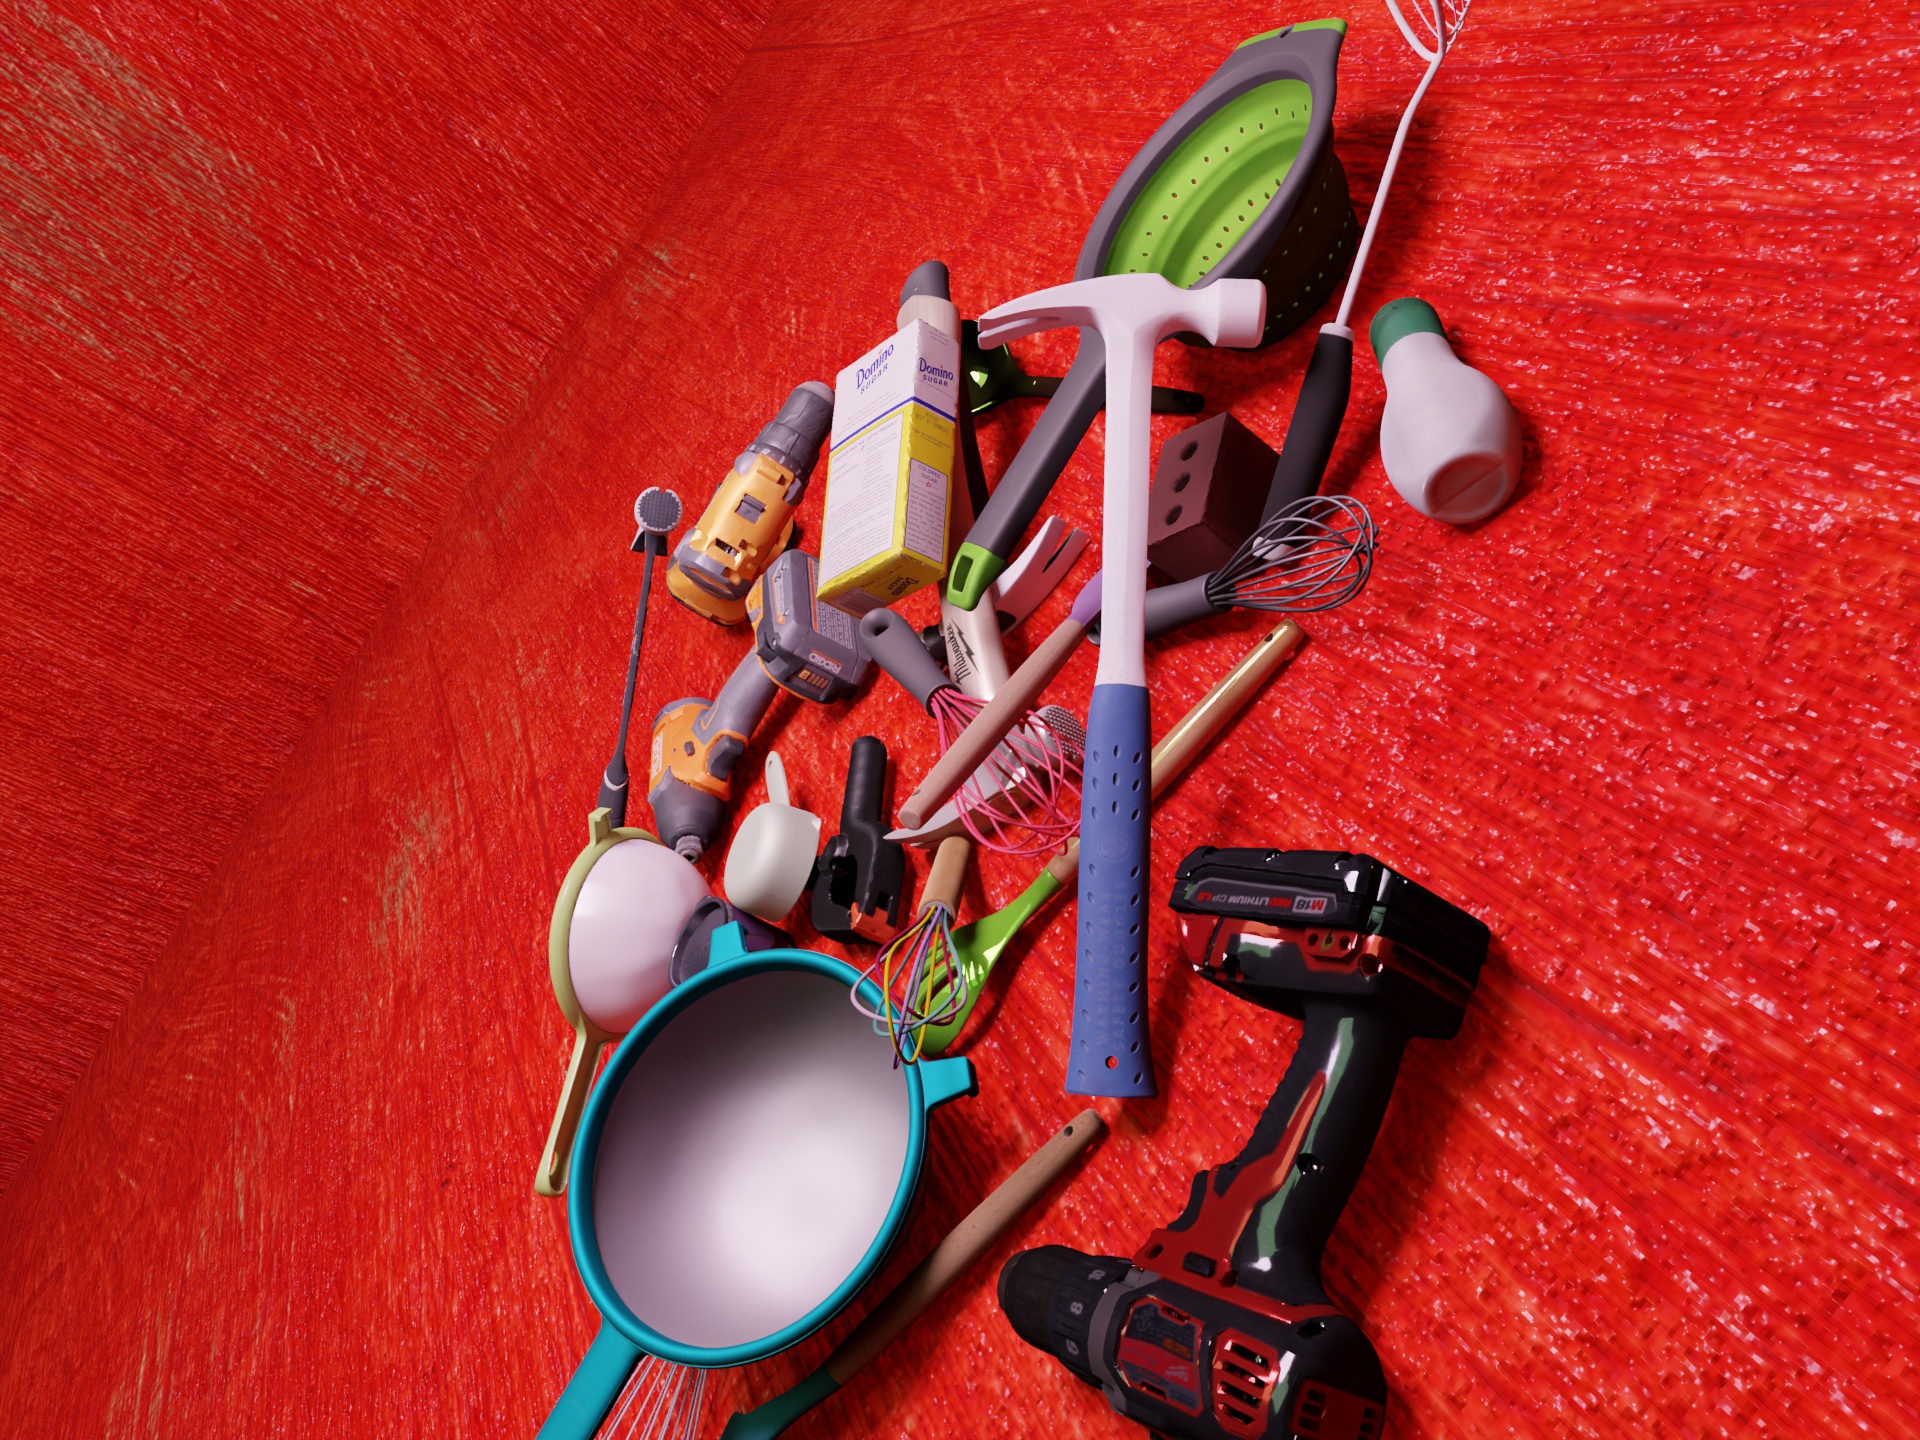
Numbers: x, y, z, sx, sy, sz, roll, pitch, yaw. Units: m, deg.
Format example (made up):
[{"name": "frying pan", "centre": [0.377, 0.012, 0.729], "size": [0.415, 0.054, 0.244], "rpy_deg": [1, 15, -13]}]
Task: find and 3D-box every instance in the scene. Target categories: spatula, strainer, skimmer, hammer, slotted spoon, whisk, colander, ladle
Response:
[{"name": "spatula", "centre": [-0.036, 0.304, 0.777], "size": [0.317, 0.044, 0.082], "rpy_deg": [-47, 30, 10]}, {"name": "strainer", "centre": [-0.127, 0.287, 0.821], "size": [0.211, 0.095, 0.340], "rpy_deg": [23, 75, 37]}, {"name": "skimmer", "centre": [0.183, -0.266, 0.814], "size": [0.127, 0.090, 0.363], "rpy_deg": [-37, -37, -77]}, {"name": "hammer", "centre": [-0.011, -0.115, 1.036], "size": [0.146, 0.038, 0.411], "rpy_deg": [-35, 49, 35]}, {"name": "slotted spoon", "centre": [0.068, 0.063, 0.844], "size": [0.313, 0.031, 0.070], "rpy_deg": [-48, 27, 15]}, {"name": "whisk", "centre": [-0.001, -0.003, 0.897], "size": [0.073, 0.073, 0.296], "rpy_deg": [-54, 33, 8]}, {"name": "whisk", "centre": [-0.147, 0.324, 0.895], "size": [0.070, 0.070, 0.285], "rpy_deg": [-8, 52, 54]}, {"name": "hammer", "centre": [0.002, -0.200, 1.115], "size": [0.146, 0.035, 0.335], "rpy_deg": [-34, 50, 34]}, {"name": "spatula", "centre": [0.048, -0.035, 0.843], "size": [0.060, 0.018, 0.316], "rpy_deg": [-24, 17, 40]}, {"name": "colander", "centre": [0.126, -0.221, 0.953], "size": [0.397, 0.094, 0.205], "rpy_deg": [-59, 29, -1]}, {"name": "whisk", "centre": [0.134, -0.070, 0.837], "size": [0.239, 0.055, 0.055], "rpy_deg": [-17, 48, 60]}, {"name": "hammer", "centre": [0.072, -0.026, 0.768], "size": [0.035, 0.144, 0.406], "rpy_deg": [78, -165, -77]}, {"name": "hammer", "centre": [-0.272, 0.025, 1.263], "size": [0.149, 0.036, 0.409], "rpy_deg": [175, 104, -77]}, {"name": "ladle", "centre": [0.062, -0.238, 1.112], "size": [0.320, 0.062, 0.078], "rpy_deg": [27, 90, 58]}, {"name": "strainer", "centre": [-0.222, 0.197, 1.078], "size": [0.069, 0.151, 0.257], "rpy_deg": [0, 62, 24]}, {"name": "whisk", "centre": [-0.015, 0.107, 0.828], "size": [0.051, 0.047, 0.245], "rpy_deg": [-41, 8, 15]}]

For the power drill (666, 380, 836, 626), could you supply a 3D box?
[{"name": "power drill", "centre": [-0.169, -0.174, 1.309], "size": [0.185, 0.084, 0.226], "rpy_deg": [-61, 9, -11]}]

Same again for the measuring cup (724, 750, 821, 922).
[{"name": "measuring cup", "centre": [-0.134, 0.066, 1.074], "size": [0.083, 0.038, 0.168], "rpy_deg": [-57, 27, 23]}]

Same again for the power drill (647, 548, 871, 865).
[{"name": "power drill", "centre": [-0.161, -0.001, 1.205], "size": [0.226, 0.084, 0.164], "rpy_deg": [-48, 31, 27]}]

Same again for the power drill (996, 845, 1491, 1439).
[{"name": "power drill", "centre": [0.104, 0.169, 0.638], "size": [0.188, 0.080, 0.227], "rpy_deg": [-5, 62, 56]}]
